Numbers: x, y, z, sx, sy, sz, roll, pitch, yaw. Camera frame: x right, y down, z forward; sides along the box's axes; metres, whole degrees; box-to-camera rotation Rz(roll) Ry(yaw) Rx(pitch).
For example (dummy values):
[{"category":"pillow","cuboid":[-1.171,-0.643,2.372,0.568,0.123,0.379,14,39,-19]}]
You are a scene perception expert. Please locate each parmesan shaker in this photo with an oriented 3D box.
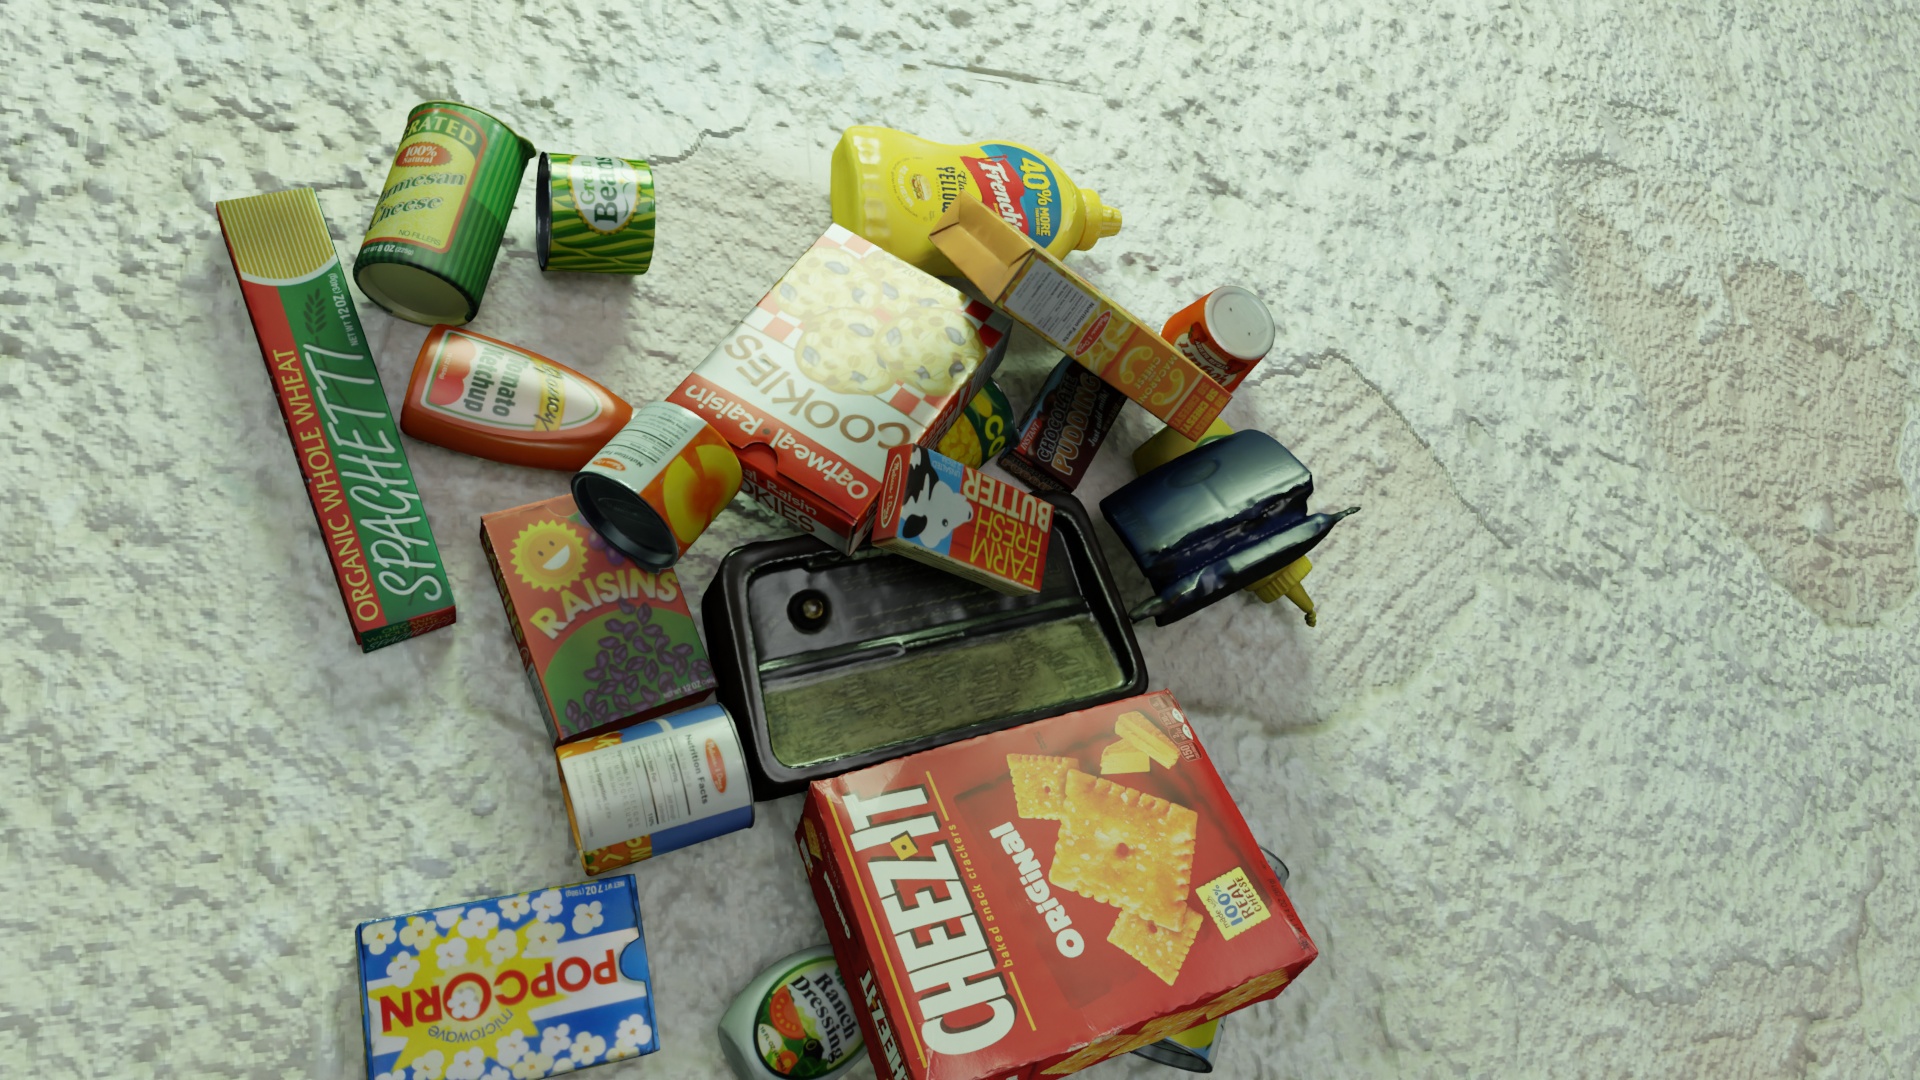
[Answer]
[{"category":"parmesan shaker","cuboid":[-0.278,-0.176,0.753,0.071,0.071,0.103,16,66,-16]}]

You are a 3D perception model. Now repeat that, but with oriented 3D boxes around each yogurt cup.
[{"category":"yogurt cup","cuboid":[0.173,-0.134,0.929,0.072,0.053,0.072,8,68,-20]}]

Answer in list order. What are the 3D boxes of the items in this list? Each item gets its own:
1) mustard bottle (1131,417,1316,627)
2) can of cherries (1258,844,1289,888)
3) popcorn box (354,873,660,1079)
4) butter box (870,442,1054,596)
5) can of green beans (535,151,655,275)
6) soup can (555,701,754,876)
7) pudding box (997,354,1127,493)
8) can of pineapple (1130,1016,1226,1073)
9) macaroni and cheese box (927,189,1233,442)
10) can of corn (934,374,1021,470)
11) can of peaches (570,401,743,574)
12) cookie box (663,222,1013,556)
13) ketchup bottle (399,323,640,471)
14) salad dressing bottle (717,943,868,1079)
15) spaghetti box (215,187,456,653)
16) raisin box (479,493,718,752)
[{"category":"mustard bottle","cuboid":[0.180,-0.010,0.889,0.065,0.048,0.160,-39,88,-25]},{"category":"can of cherries","cuboid":[0.143,0.202,0.786,0.071,0.071,0.058,32,64,-9]},{"category":"popcorn box","cuboid":[-0.213,0.212,0.653,0.127,0.038,0.085,-6,72,-23]},{"category":"butter box","cuboid":[0.003,-0.009,0.725,0.103,0.024,0.053,21,70,-38]},{"category":"can of green beans","cuboid":[-0.207,-0.184,0.786,0.058,0.071,0.071,-2,72,-23]},{"category":"soup can","cuboid":[-0.153,0.124,0.694,0.084,0.071,0.071,-14,77,-21]},{"category":"pudding box","cuboid":[0.064,-0.070,0.875,0.049,0.030,0.084,34,62,-6]},{"category":"can of pineapple","cuboid":[0.111,0.248,0.755,0.071,0.070,0.058,28,63,-11]},{"category":"macaroni and cheese box","cuboid":[0.070,-0.134,0.829,0.166,0.124,0.040,30,105,-31]},{"category":"can of corn","cuboid":[-0.009,-0.065,0.822,0.058,0.071,0.071,-41,89,-28]},{"category":"can of peaches","cuboid":[-0.153,-0.027,0.708,0.071,0.071,0.058,39,58,-5]},{"category":"cookie box","cuboid":[-0.065,-0.088,0.762,0.123,0.040,0.168,30,58,9]},{"category":"ketchup bottle","cuboid":[-0.219,-0.066,0.751,0.149,0.043,0.065,17,59,-16]},{"category":"salad dressing bottle","cuboid":[-0.050,0.226,0.711,0.148,0.043,0.064,-27,82,-29]},{"category":"spaghetti box","cuboid":[-0.322,-0.066,0.717,0.050,0.028,0.250,-18,78,-26]},{"category":"raisin box","cuboid":[-0.190,0.037,0.726,0.086,0.040,0.123,-18,78,-26]}]
